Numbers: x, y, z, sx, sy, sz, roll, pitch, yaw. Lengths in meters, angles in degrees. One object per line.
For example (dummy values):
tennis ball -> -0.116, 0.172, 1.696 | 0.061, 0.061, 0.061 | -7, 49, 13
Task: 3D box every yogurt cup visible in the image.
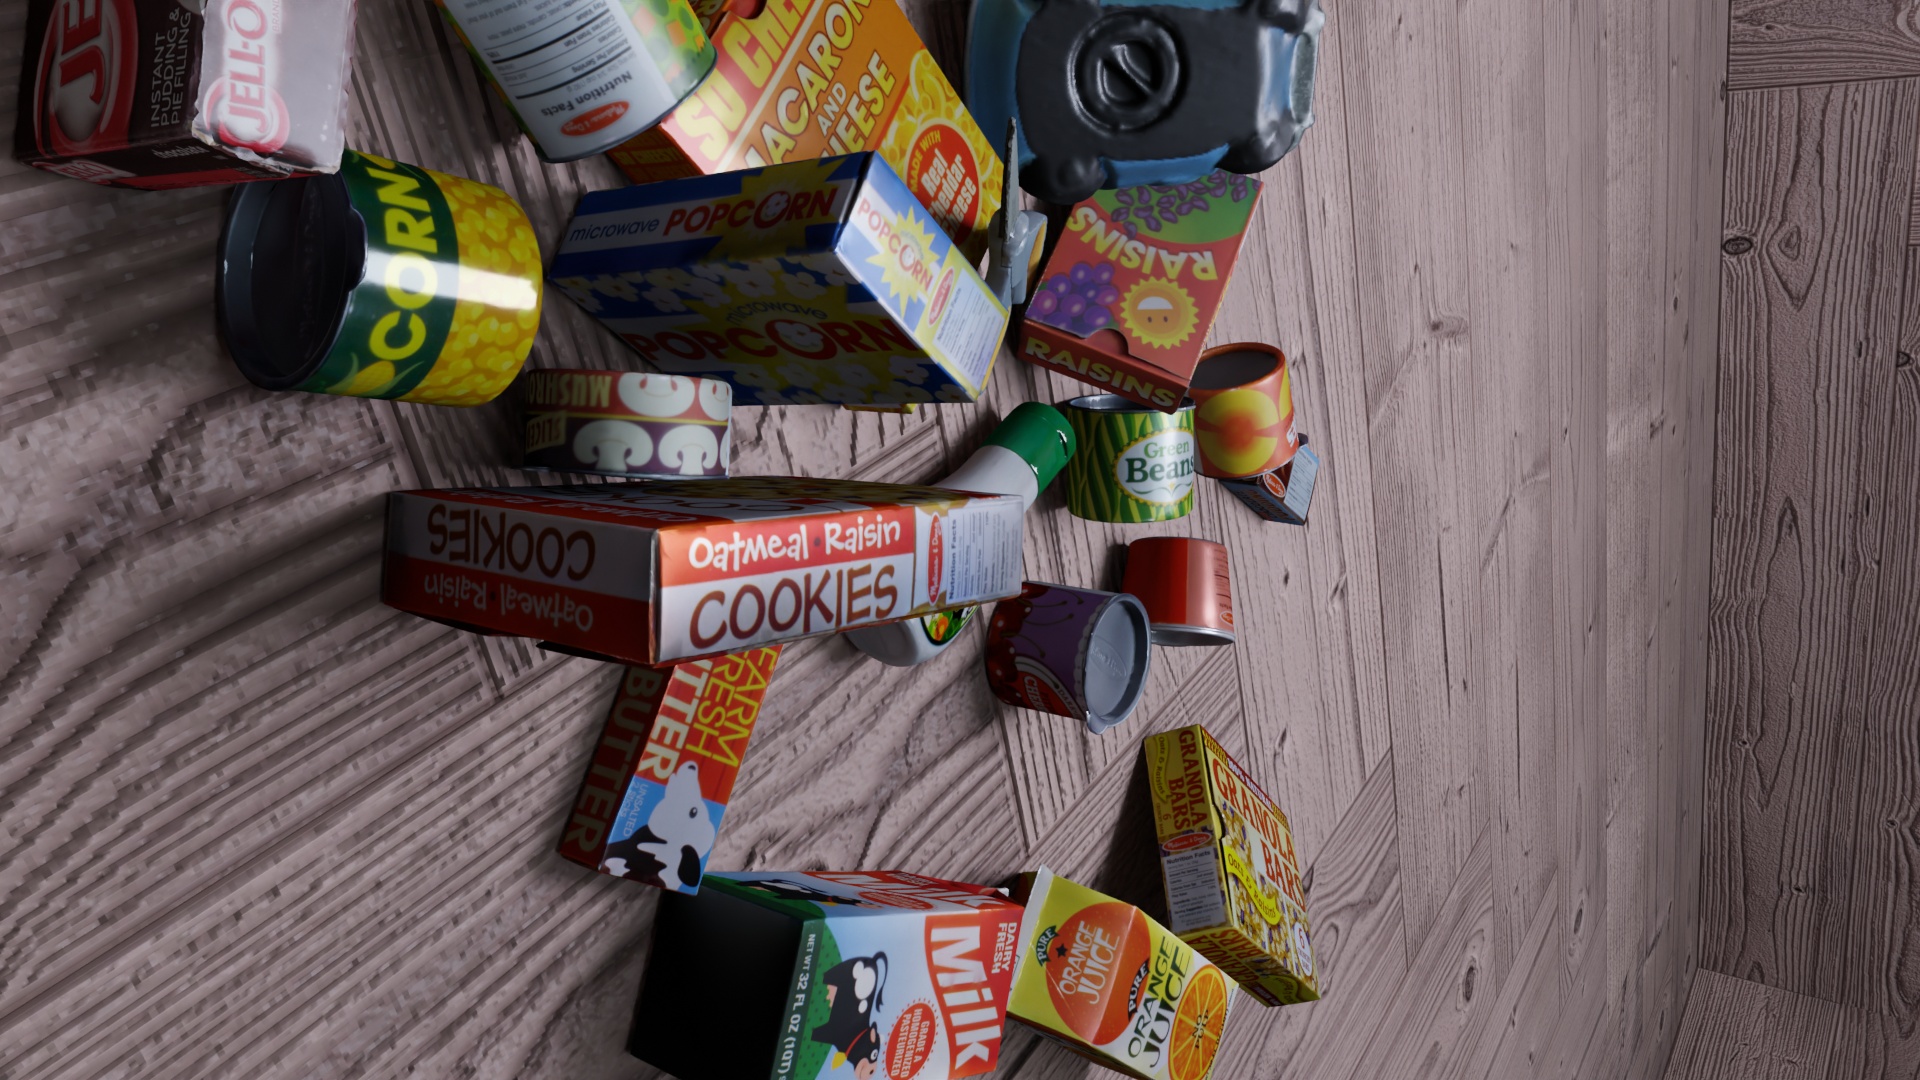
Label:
yogurt cup -> 0.120, 0.029, 0.775 | 0.072, 0.072, 0.054 | 19, 72, -53

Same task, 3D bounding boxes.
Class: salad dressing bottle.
salad dressing bottle -> 0.002, -0.008, 0.625 | 0.148, 0.044, 0.064 | -50, 134, -37

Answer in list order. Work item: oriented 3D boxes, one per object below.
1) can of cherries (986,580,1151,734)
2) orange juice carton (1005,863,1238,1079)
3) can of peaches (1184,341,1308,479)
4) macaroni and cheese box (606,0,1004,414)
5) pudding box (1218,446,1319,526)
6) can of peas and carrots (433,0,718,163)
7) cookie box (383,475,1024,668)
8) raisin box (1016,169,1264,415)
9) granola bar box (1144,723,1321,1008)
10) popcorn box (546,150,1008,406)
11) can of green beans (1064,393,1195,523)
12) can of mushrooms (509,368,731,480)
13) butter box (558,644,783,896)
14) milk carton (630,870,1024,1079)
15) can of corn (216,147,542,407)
can of cherries -> 0.053, 0.057, 0.693 | 0.072, 0.058, 0.071 | -14, 108, -53
orange juice carton -> 0.073, 0.234, 0.736 | 0.192, 0.073, 0.072 | 45, 60, -46
can of peaches -> 0.163, -0.077, 0.808 | 0.071, 0.071, 0.057 | -44, 128, -41
macaroni and cheese box -> -0.050, -0.146, 0.535 | 0.166, 0.040, 0.124 | 47, 58, -47
pudding box -> 0.202, -0.046, 0.900 | 0.083, 0.030, 0.050 | 29, 73, -51
can of peas and carrots -> -0.117, -0.159, 0.423 | 0.071, 0.071, 0.058 | -57, 136, -30
cookie box -> -0.077, 0.004, 0.453 | 0.168, 0.123, 0.040 | -7, 101, -53
raisin box -> 0.089, -0.133, 0.682 | 0.040, 0.086, 0.124 | 102, 11, -69
granola bar box -> 0.168, 0.201, 0.846 | 0.165, 0.039, 0.125 | 45, 33, -47
popcorn box -> -0.061, -0.081, 0.458 | 0.085, 0.126, 0.038 | 43, 58, -48
can of green beans -> 0.087, -0.043, 0.715 | 0.071, 0.071, 0.057 | -18, 111, -51
can of mushrooms -> -0.110, -0.037, 0.450 | 0.071, 0.071, 0.033 | -2, 97, -53
butter box -> -0.104, 0.074, 0.511 | 0.053, 0.024, 0.104 | 35, 68, -51
milk carton -> -0.036, 0.181, 0.579 | 0.190, 0.073, 0.072 | 20, 80, -53
can of corn -> -0.156, -0.071, 0.378 | 0.058, 0.071, 0.071 | 1, 95, -54
